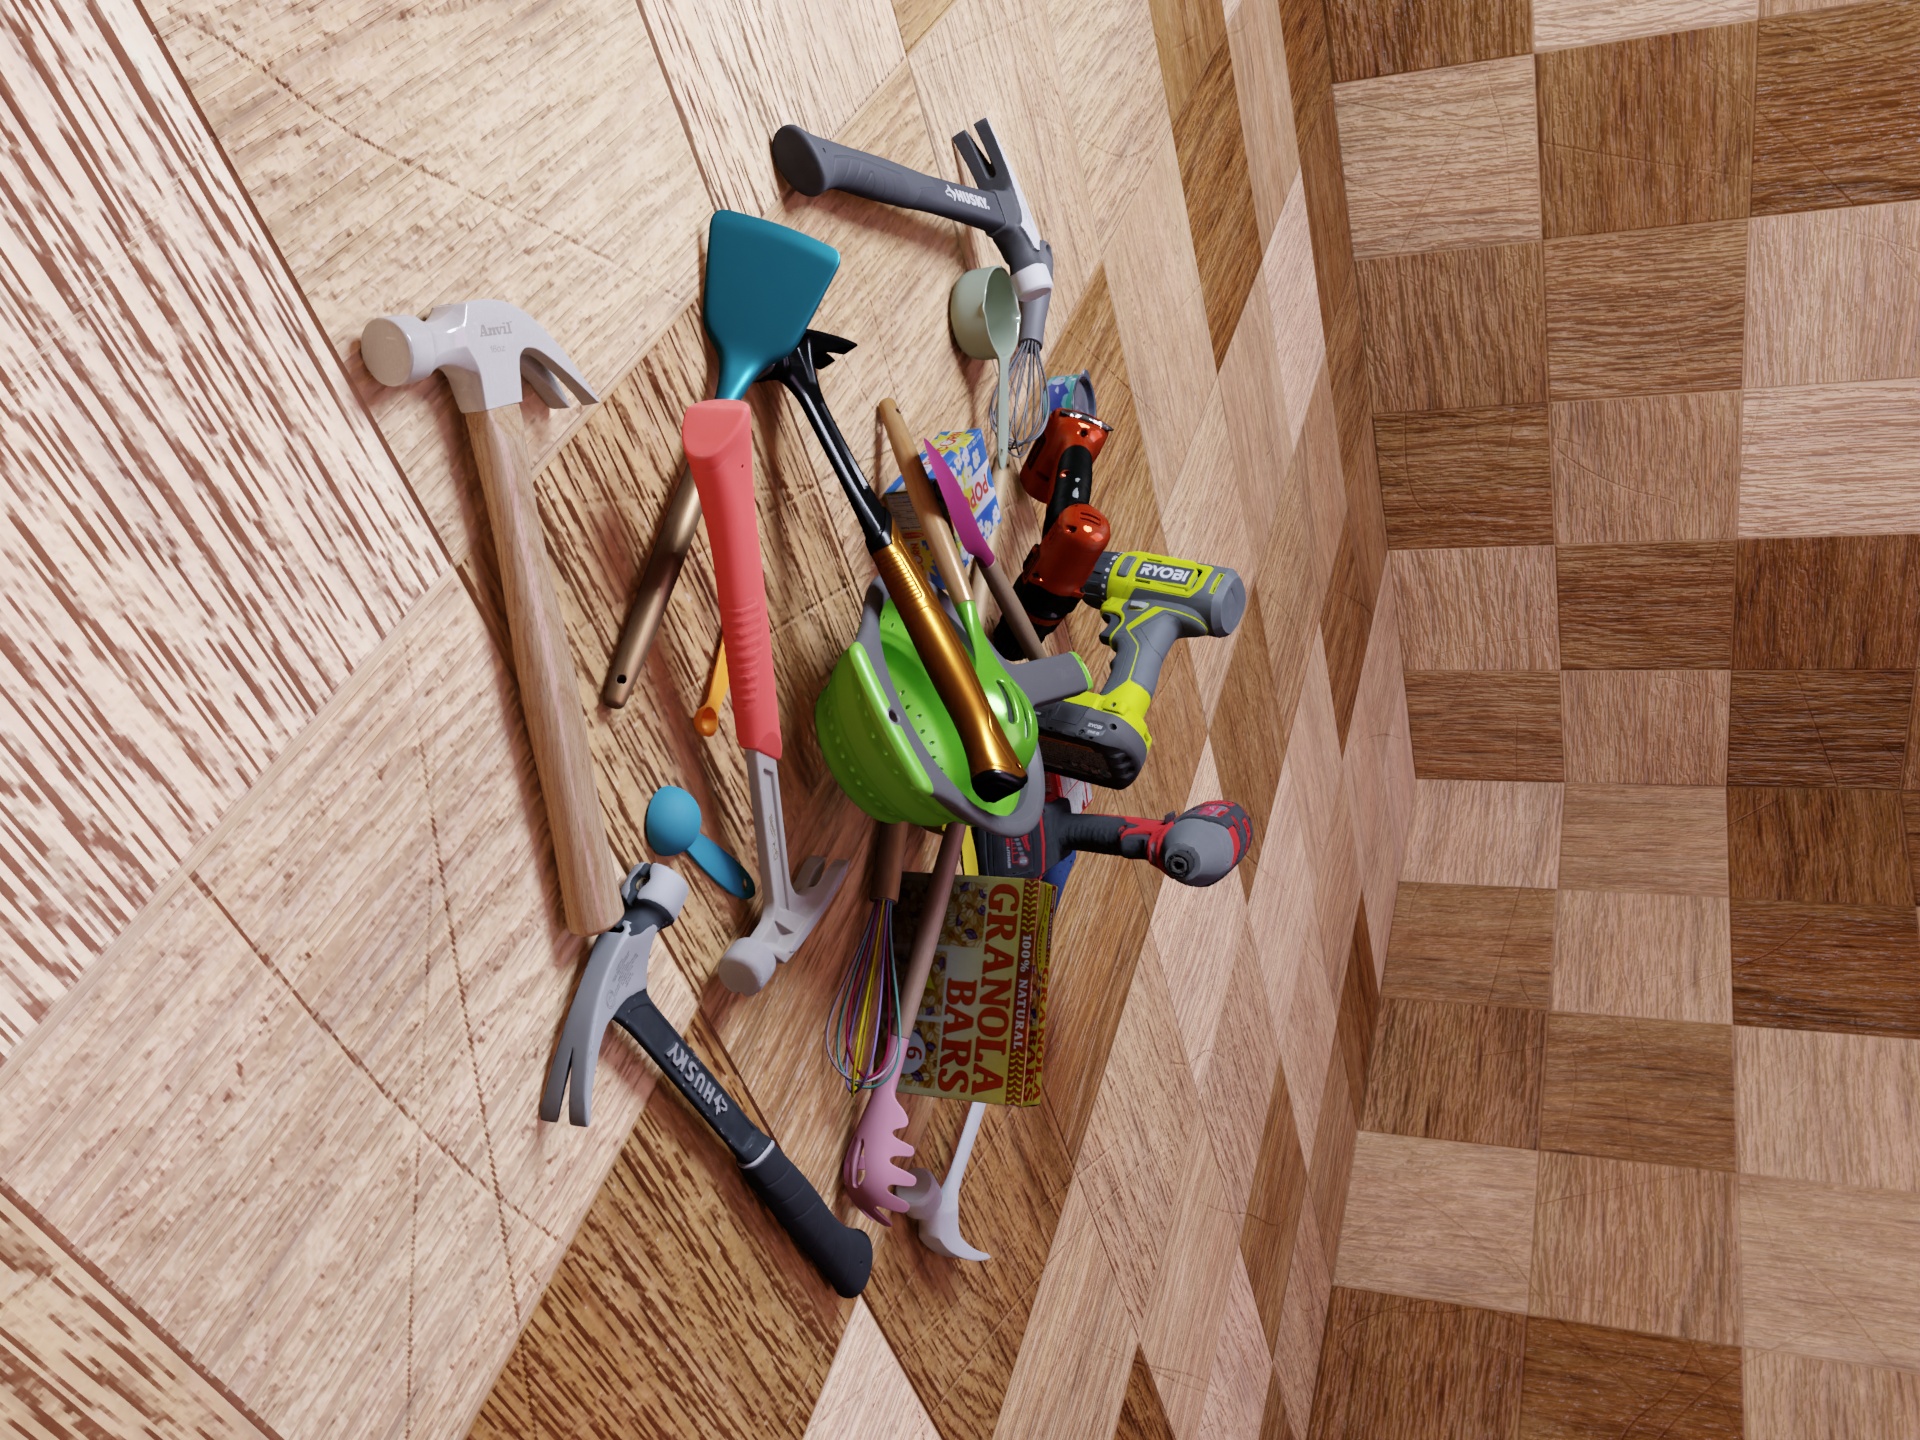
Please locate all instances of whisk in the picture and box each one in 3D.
[{"bbox_3d":[-0.058,0.152,1.163,0.047,0.051,0.245,41,50,-53],"label":"whisk"},{"bbox_3d":[0.060,-0.337,1.420,0.055,0.055,0.239,52,40,-55],"label":"whisk"}]

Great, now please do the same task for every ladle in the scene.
[{"bbox_3d":[0.025,-0.092,1.331,0.078,0.062,0.320,51,42,-55],"label":"ladle"}]

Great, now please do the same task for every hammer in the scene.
[{"bbox_3d":[-0.121,-0.018,0.960,0.149,0.037,0.358,-56,148,-57],"label":"hammer"},{"bbox_3d":[0.038,0.273,1.388,0.143,0.035,0.406,67,33,-41],"label":"hammer"},{"bbox_3d":[-0.216,-0.046,0.816,0.130,0.031,0.331,-40,127,-59],"label":"hammer"},{"bbox_3d":[-0.034,-0.400,1.186,0.334,0.035,0.146,-16,86,-60],"label":"hammer"},{"bbox_3d":[-0.137,0.267,0.996,0.408,0.036,0.149,66,35,-44],"label":"hammer"},{"bbox_3d":[-0.040,-0.103,1.044,0.337,0.034,0.127,64,25,1],"label":"hammer"}]

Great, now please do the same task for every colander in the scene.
[{"bbox_3d":[-0.002,-0.004,1.181,0.204,0.094,0.397,63,24,5],"label":"colander"}]

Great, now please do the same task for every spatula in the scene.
[{"bbox_3d":[-0.153,-0.154,0.934,0.044,0.082,0.318,125,-19,-67],"label":"spatula"}]

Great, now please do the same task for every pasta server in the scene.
[{"bbox_3d":[-0.032,0.208,1.172,0.040,0.060,0.316,24,74,-33],"label":"pasta server"}]

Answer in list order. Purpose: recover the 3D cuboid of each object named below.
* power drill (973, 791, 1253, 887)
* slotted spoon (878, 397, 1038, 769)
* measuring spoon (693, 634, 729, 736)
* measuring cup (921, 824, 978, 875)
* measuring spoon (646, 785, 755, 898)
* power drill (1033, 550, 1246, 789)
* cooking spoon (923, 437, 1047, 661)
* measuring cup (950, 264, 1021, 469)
[{"bbox_3d":[0.129,0.105,1.361,0.143,0.220,0.078,-22,110,-65],"label":"power drill"},{"bbox_3d":[-0.006,-0.104,1.135,0.070,0.031,0.314,15,49,-55],"label":"slotted spoon"},{"bbox_3d":[-0.149,-0.041,0.996,0.021,0.011,0.117,56,37,-51],"label":"measuring spoon"},{"bbox_3d":[-0.008,0.092,1.258,0.156,0.029,0.062,80,31,-48],"label":"measuring cup"},{"bbox_3d":[-0.150,0.081,0.975,0.128,0.021,0.042,53,44,-53],"label":"measuring spoon"},{"bbox_3d":[0.131,-0.061,1.447,0.229,0.191,0.080,-59,145,-25],"label":"power drill"},{"bbox_3d":[0.028,-0.113,1.264,0.318,0.017,0.069,58,13,-54],"label":"cooking spoon"},{"bbox_3d":[0.020,-0.295,1.336,0.083,0.038,0.167,-19,110,-65],"label":"measuring cup"}]
